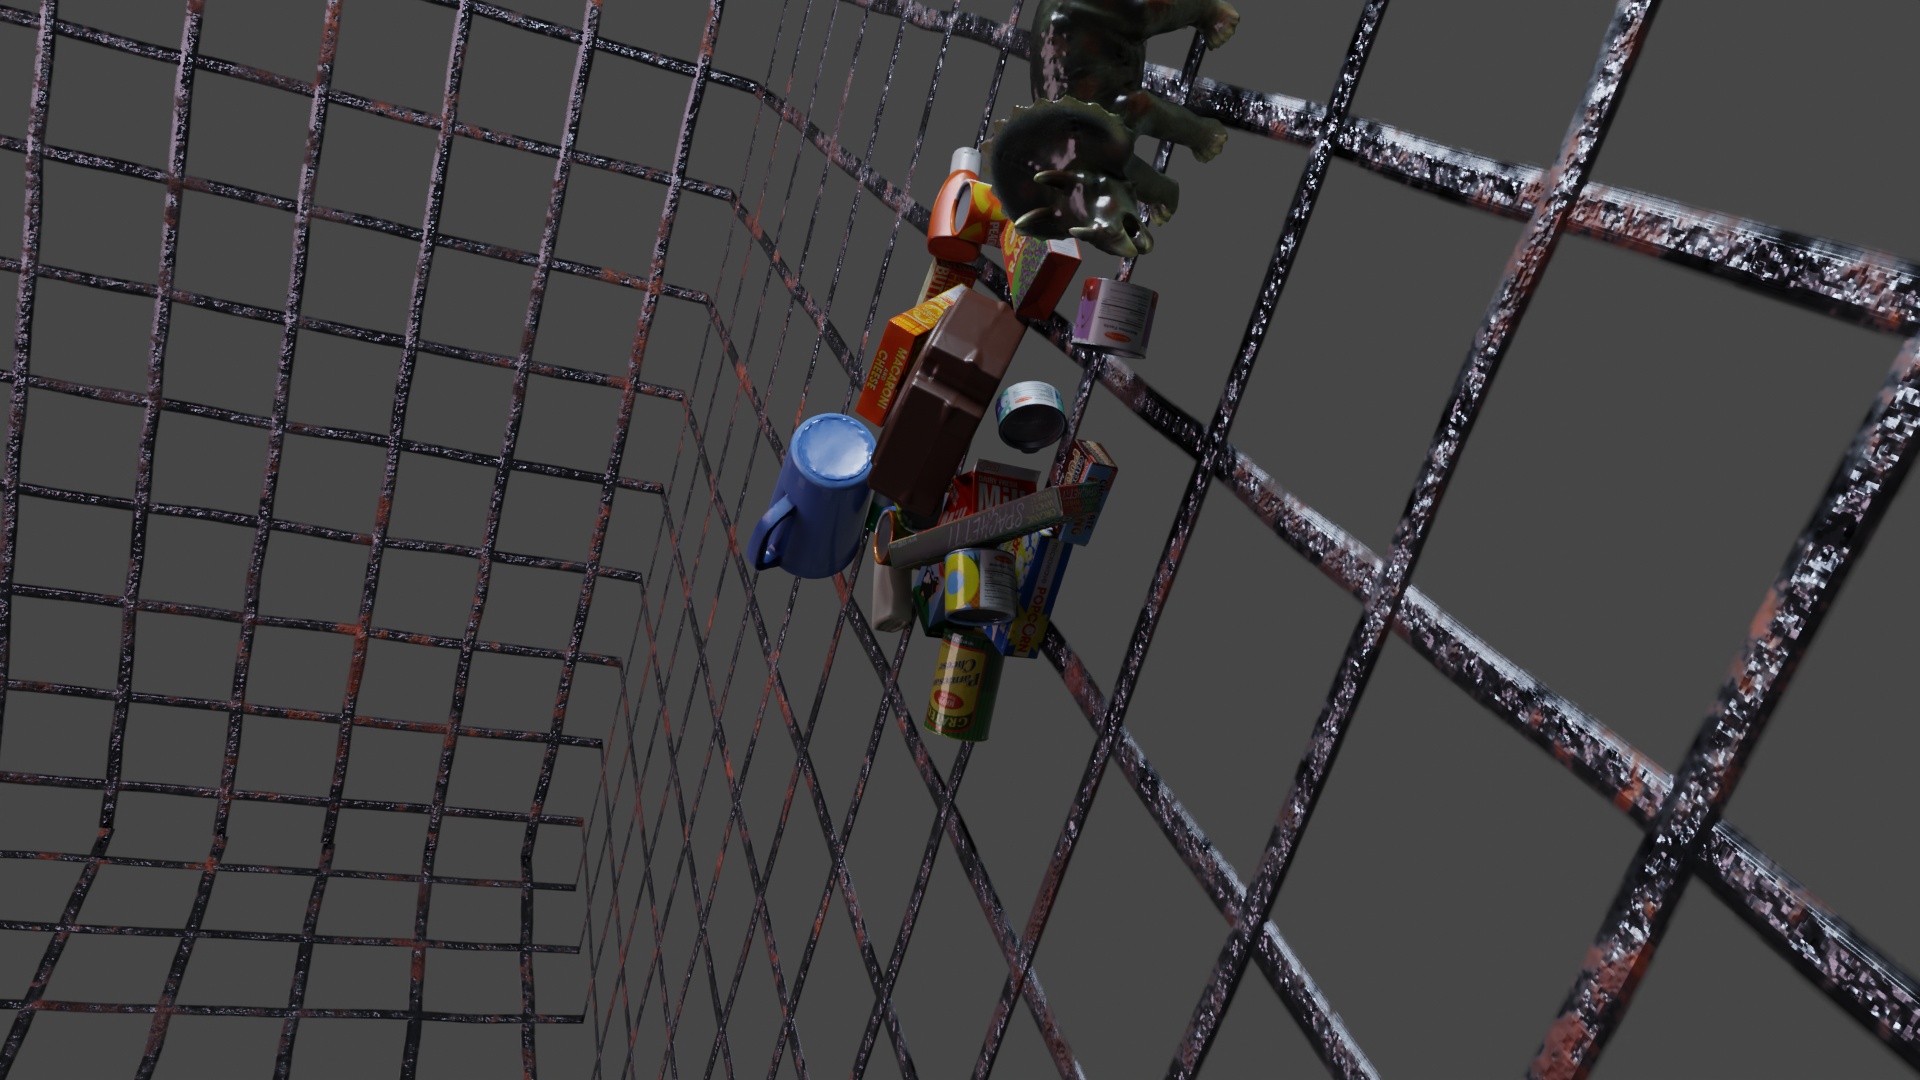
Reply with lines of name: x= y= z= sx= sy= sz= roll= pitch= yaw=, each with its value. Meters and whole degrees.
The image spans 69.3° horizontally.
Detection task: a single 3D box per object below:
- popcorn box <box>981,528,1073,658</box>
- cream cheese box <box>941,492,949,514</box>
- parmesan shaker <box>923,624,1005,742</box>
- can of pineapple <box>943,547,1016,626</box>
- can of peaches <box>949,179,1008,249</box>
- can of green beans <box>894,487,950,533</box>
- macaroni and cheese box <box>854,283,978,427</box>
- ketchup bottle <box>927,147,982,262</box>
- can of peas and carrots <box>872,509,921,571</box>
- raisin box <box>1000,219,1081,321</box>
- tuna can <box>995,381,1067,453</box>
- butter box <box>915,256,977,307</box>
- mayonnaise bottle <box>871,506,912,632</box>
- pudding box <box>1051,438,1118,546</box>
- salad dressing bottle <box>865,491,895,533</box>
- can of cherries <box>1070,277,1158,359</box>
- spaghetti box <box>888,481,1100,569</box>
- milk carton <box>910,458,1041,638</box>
popcorn box: x=0.060 y=0.038 z=1.321 sx=0.085 sy=0.038 sz=0.126 roll=-131 pitch=54 yaw=-62
cream cheese box: x=0.005 y=-0.019 z=1.501 sx=0.104 sy=0.024 sz=0.053 roll=-157 pitch=78 yaw=-68
parmesan shaker: x=0.003 y=0.139 z=1.374 sx=0.071 sy=0.071 sz=0.103 roll=-156 pitch=77 yaw=-68
can of pineapple: x=0.017 y=0.044 z=1.279 sx=0.070 sy=0.071 sz=0.058 roll=144 pitch=130 yaw=-61
can of peaches: x=0.026 y=-0.363 z=1.553 sx=0.071 sy=0.058 sz=0.071 roll=-169 pitch=89 yaw=-69
can of green beans: x=-0.044 y=-0.050 z=1.580 sx=0.058 sy=0.071 sz=0.071 roll=-108 pitch=34 yaw=-49
macaroni and cheese box: x=-0.042 y=-0.208 z=1.552 sx=0.167 sy=0.040 sz=0.123 roll=-40 pitch=-21 yaw=-54
ketchup bottle: x=0.000 y=-0.397 z=1.633 sx=0.043 sy=0.065 sz=0.149 roll=106 pitch=173 yaw=-60
can of peas and carrots: x=-0.064 y=0.002 z=1.618 sx=0.071 sy=0.059 sz=0.071 roll=-170 pitch=89 yaw=-69
raisin box: x=0.079 y=-0.298 z=1.417 sx=0.085 sy=0.040 sz=0.124 roll=121 pitch=151 yaw=-44
tuna can: x=0.067 y=-0.118 z=1.335 sx=0.070 sy=0.071 sz=0.033 roll=123 pitch=149 yaw=-45
butter box: x=-0.022 y=-0.282 z=1.647 sx=0.024 sy=0.053 sz=0.103 roll=-106 pitch=34 yaw=-53
mayonnaise bottle: x=-0.080 y=0.033 z=1.673 sx=0.064 sy=0.041 sz=0.148 roll=141 pitch=136 yaw=-57
pudding box: x=0.108 y=-0.043 z=1.246 sx=0.050 sy=0.030 sz=0.083 roll=-116 pitch=41 yaw=-55
salad dressing bottle: x=-0.082 y=-0.079 z=1.720 sx=0.064 sy=0.044 sz=0.147 roll=-114 pitch=38 yaw=-64
can of cherries: x=0.133 y=-0.192 z=1.201 sx=0.071 sy=0.071 sz=0.058 roll=-160 pitch=80 yaw=-68
spaghetti box: x=0.026 y=-0.011 z=1.271 sx=0.249 sy=0.050 sz=0.028 roll=-18 pitch=81 yaw=49
milk carton: x=0.018 y=0.005 z=1.394 sx=0.074 sy=0.072 sz=0.189 roll=-114 pitch=40 yaw=-53
